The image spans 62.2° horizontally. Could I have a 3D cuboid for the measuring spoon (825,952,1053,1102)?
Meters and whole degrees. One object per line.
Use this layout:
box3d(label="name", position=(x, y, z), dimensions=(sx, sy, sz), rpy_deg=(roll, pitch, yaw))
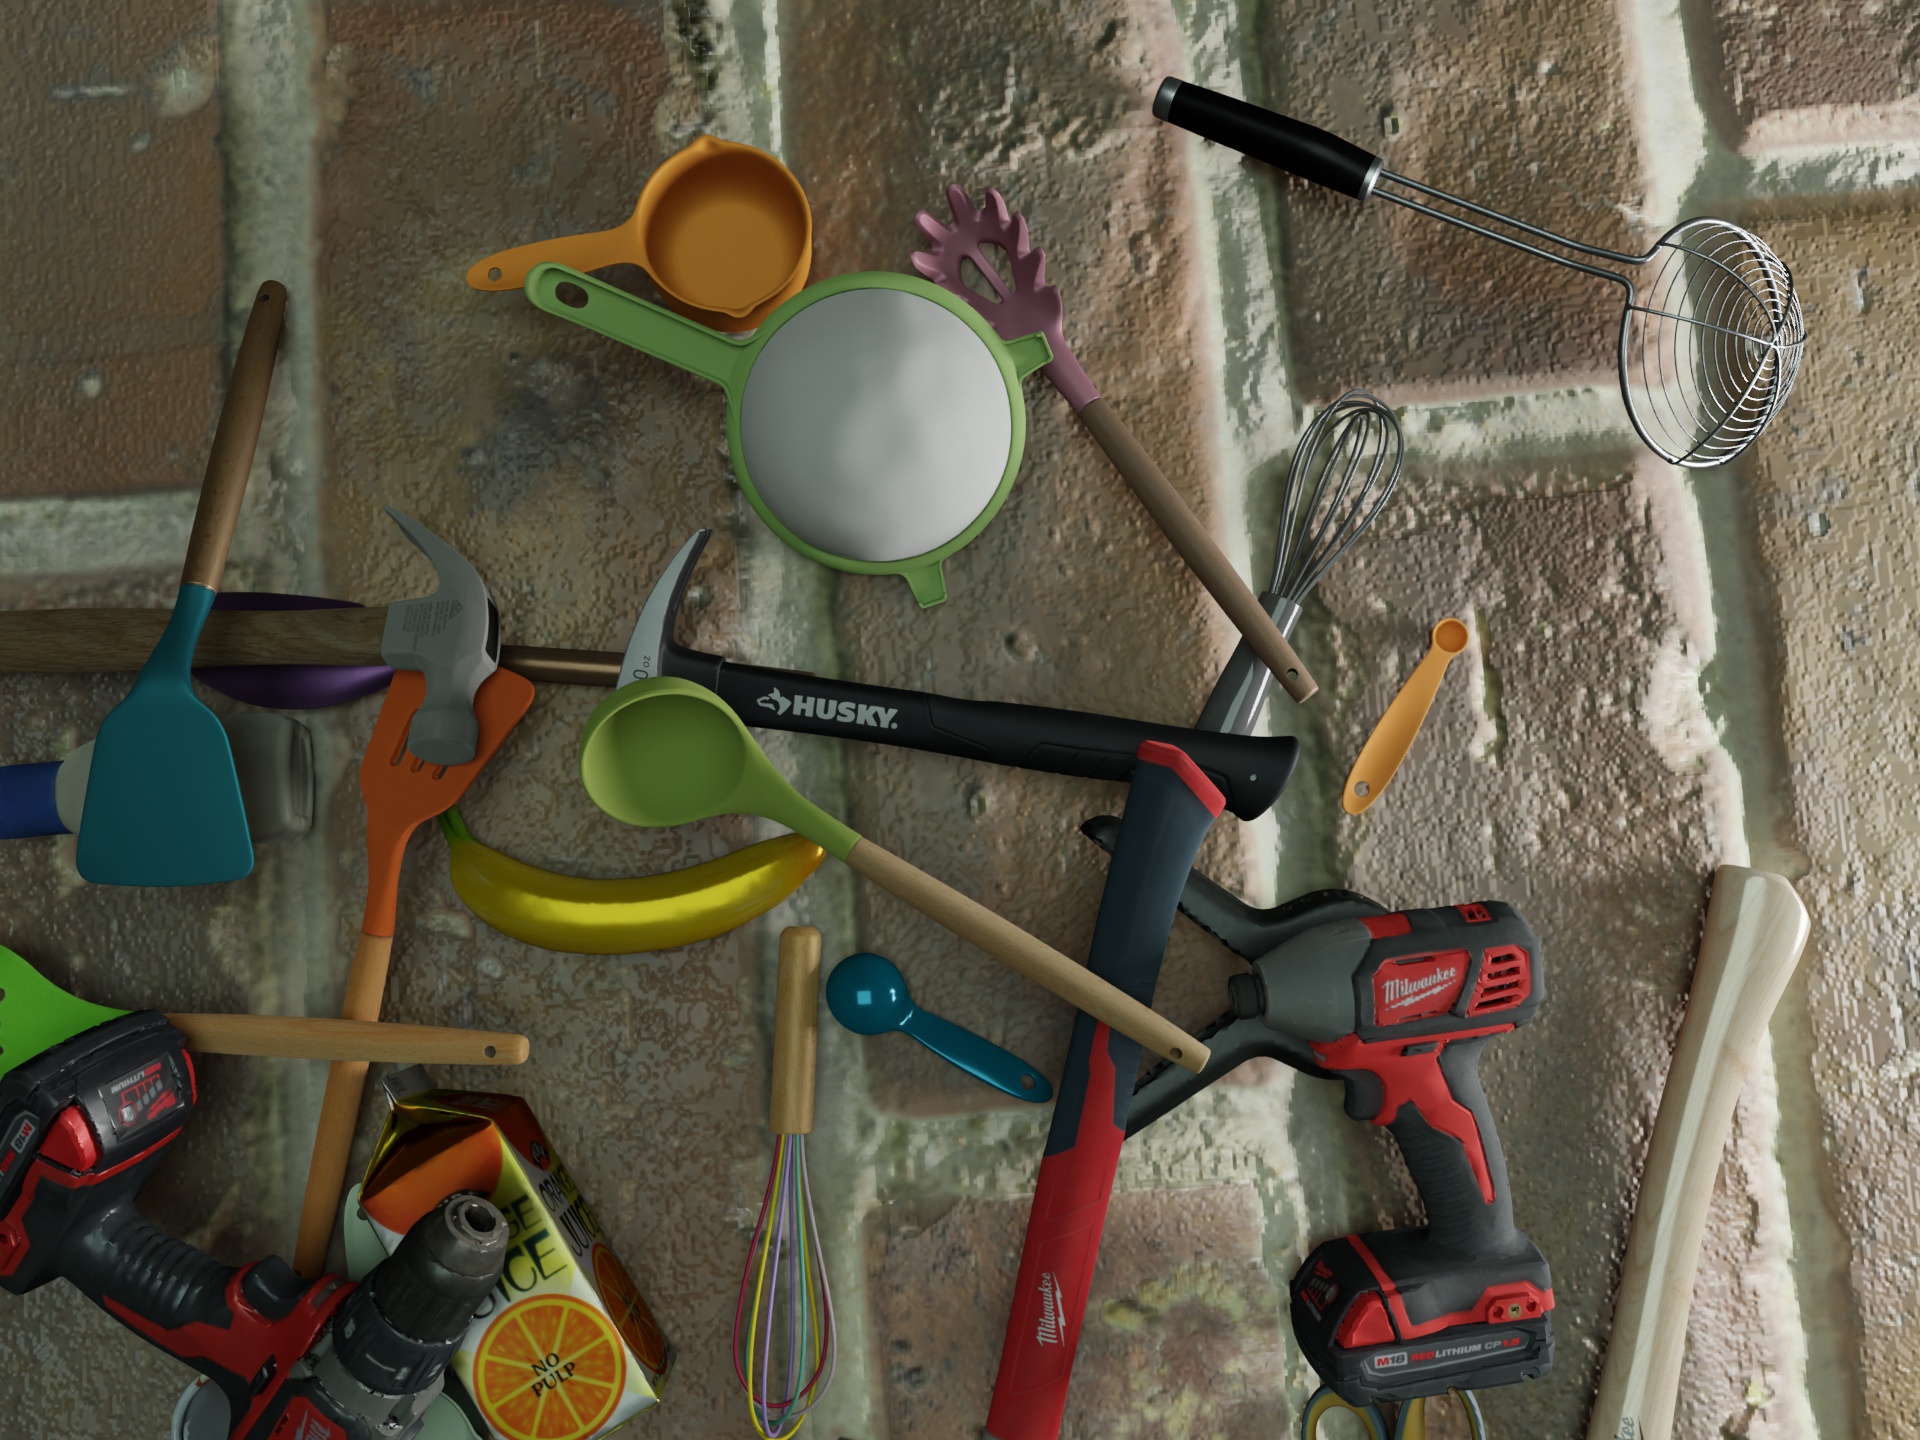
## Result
box3d(label="measuring spoon", position=(-0.007, 0.154, 0.793), dimensions=(0.128, 0.021, 0.042), rpy_deg=(29, 54, -4))

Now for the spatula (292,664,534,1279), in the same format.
box3d(label="spatula", position=(-0.282, 0.126, 0.774), dimensions=(0.081, 0.041, 0.322), rpy_deg=(14, 94, 20))

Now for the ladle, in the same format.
box3d(label="ladle", position=(-0.031, 0.077, 0.723), dimensions=(0.320, 0.062, 0.078), rpy_deg=(31, 115, 6))

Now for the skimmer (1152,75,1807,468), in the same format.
box3d(label="skimmer", position=(0.270, -0.250, 0.845), dimensions=(0.363, 0.090, 0.127), rpy_deg=(25, 85, 10))

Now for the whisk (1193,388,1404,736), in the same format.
box3d(label="whisk", position=(0.165, -0.059, 0.817), dimensions=(0.055, 0.055, 0.239), rpy_deg=(25, 89, 0))

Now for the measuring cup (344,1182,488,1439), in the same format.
box3d(label="measuring cup", position=(-0.272, 0.305, 0.766), dimensions=(0.083, 0.038, 0.168), rpy_deg=(-10, 84, -4))

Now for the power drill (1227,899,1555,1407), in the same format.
box3d(label="power drill", position=(0.205, 0.199, 0.754), dimensions=(0.143, 0.078, 0.219), rpy_deg=(-7, 97, -4))

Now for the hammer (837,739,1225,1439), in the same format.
box3d(label="hammer", position=(0.044, 0.197, 0.759), dimensions=(0.143, 0.038, 0.386), rpy_deg=(12, 94, -1))

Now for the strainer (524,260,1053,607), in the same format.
box3d(label="strainer", position=(-0.089, -0.158, 0.762), dimensions=(0.256, 0.069, 0.151), rpy_deg=(22, 106, -11))

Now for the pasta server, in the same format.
box3d(label="pasta server", position=(0.080, -0.139, 0.803), dimensions=(0.060, 0.040, 0.316), rpy_deg=(-37, 79, 11))

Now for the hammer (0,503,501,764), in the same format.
box3d(label="hammer", position=(-0.389, -0.042, 0.777), dimensions=(0.331, 0.031, 0.130), rpy_deg=(0, 64, 3))

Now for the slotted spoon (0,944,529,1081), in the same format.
box3d(label="slotted spoon", position=(-0.356, 0.146, 0.752), dimensions=(0.314, 0.031, 0.070), rpy_deg=(2, 93, 7))

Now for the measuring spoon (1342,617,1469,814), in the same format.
box3d(label="measuring spoon", position=(0.231, -0.002, 0.831), dimensions=(0.021, 0.011, 0.117), rpy_deg=(30, 88, 0))

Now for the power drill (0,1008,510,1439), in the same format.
box3d(label="power drill", position=(-0.315, 0.228, 0.695), dimensions=(0.227, 0.080, 0.188), rpy_deg=(39, 107, 5))

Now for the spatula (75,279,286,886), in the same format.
box3d(label="spatula", position=(-0.355, -0.078, 0.759), dimensions=(0.082, 0.044, 0.318), rpy_deg=(-2, 64, 5))

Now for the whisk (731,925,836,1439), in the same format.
box3d(label="whisk", position=(-0.083, 0.225, 0.784), dimensions=(0.047, 0.051, 0.245), rpy_deg=(7, 80, -27))

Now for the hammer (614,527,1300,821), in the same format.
box3d(label="hammer", position=(-0.001, -0.002, 0.781), dimensions=(0.335, 0.035, 0.146), rpy_deg=(8, 98, 0))

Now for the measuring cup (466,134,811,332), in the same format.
box3d(label="measuring cup", position=(-0.160, -0.235, 0.812), dimensions=(0.173, 0.052, 0.095), rpy_deg=(-12, 86, -2))

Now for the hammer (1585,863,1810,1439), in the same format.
box3d(label="hammer", position=(0.343, 0.272, 0.798), dimensions=(0.146, 0.038, 0.411), rpy_deg=(16, 84, 0))

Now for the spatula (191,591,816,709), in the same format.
box3d(label="spatula", position=(-0.231, -0.028, 0.805), dimensions=(0.316, 0.018, 0.060), rpy_deg=(4, 79, -1))
